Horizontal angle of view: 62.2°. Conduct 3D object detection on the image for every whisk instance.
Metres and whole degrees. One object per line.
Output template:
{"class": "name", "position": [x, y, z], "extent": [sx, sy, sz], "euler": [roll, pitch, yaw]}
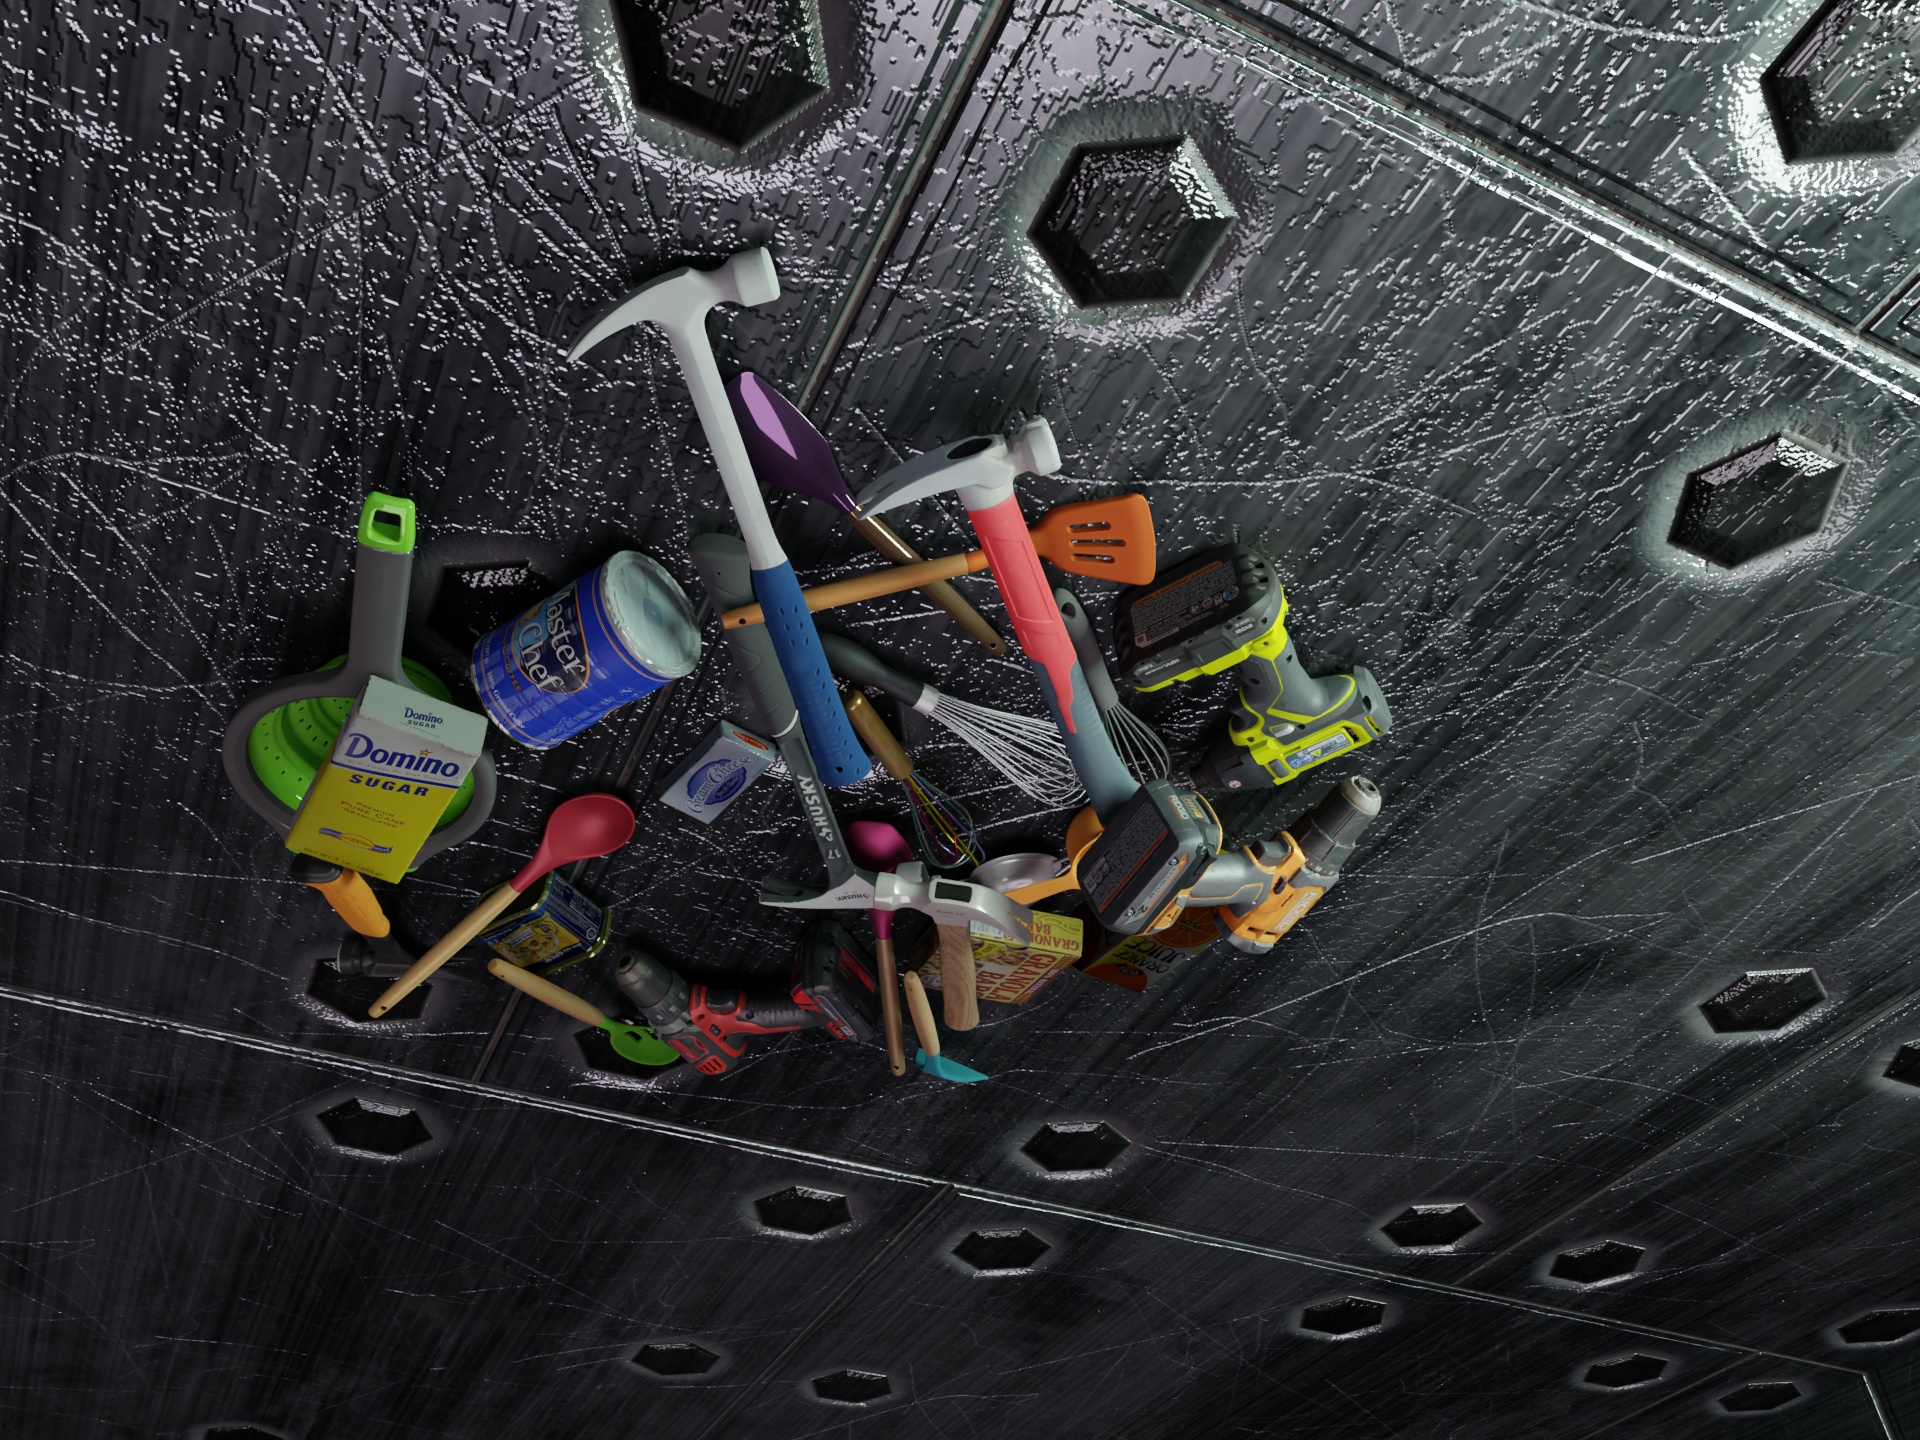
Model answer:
{"class": "whisk", "position": [-0.043, 0.054, 1.358], "extent": [0.051, 0.047, 0.244], "euler": [-22, 134, 13]}
{"class": "whisk", "position": [0.120, -0.018, 1.293], "extent": [0.055, 0.055, 0.238], "euler": [-17, 130, 15]}
{"class": "whisk", "position": [-0.001, -0.005, 1.298], "extent": [0.284, 0.070, 0.070], "euler": [27, 130, -21]}

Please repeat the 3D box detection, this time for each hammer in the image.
{"class": "hammer", "position": [-0.516, 0.175, 1.400], "extent": [0.127, 0.034, 0.336], "euler": [4, 157, -6]}
{"class": "hammer", "position": [-0.143, -0.119, 1.117], "extent": [0.144, 0.035, 0.405], "euler": [-15, 124, 3]}
{"class": "hammer", "position": [0.053, -0.046, 1.200], "extent": [0.143, 0.038, 0.385], "euler": [-18, 131, 8]}
{"class": "hammer", "position": [-0.143, 0.016, 1.293], "extent": [0.149, 0.036, 0.408], "euler": [-9, 131, 9]}
{"class": "hammer", "position": [-0.001, 0.217, 1.430], "extent": [0.130, 0.031, 0.331], "euler": [7, 152, 6]}

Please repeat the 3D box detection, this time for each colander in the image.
{"class": "colander", "position": [-0.441, -0.041, 1.211], "extent": [0.204, 0.095, 0.396], "euler": [12, 135, -14]}

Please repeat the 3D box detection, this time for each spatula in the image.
{"class": "spatula", "position": [-0.067, -0.140, 1.175], "extent": [0.060, 0.018, 0.315], "euler": [-35, 127, 20]}
{"class": "spatula", "position": [-0.028, 0.302, 1.556], "extent": [0.082, 0.044, 0.317], "euler": [20, 153, 17]}
{"class": "spatula", "position": [-0.017, -0.106, 1.175], "extent": [0.322, 0.041, 0.081], "euler": [-14, 130, -3]}

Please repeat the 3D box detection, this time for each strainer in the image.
{"class": "strainer", "position": [-0.014, 0.155, 1.475], "extent": [0.258, 0.050, 0.086], "euler": [-5, 151, 8]}

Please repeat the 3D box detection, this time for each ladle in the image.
{"class": "ladle", "position": [-0.414, 0.165, 1.416], "extent": [0.315, 0.031, 0.069], "euler": [-40, 121, 9]}

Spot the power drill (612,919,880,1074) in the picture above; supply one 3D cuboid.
{"class": "power drill", "position": [-0.211, 0.266, 1.560], "extent": [0.226, 0.080, 0.187], "euler": [-17, 134, 19]}

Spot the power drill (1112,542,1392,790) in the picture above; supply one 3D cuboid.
{"class": "power drill", "position": [0.222, -0.027, 1.265], "extent": [0.171, 0.080, 0.223], "euler": [-26, 134, 22]}

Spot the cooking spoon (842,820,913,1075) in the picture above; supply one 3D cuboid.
{"class": "cooking spoon", "position": [-0.070, 0.221, 1.498], "extent": [0.069, 0.017, 0.318], "euler": [3, 125, 10]}

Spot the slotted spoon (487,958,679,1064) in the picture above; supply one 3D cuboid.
{"class": "slotted spoon", "position": [-0.366, 0.284, 1.554], "extent": [0.070, 0.031, 0.313], "euler": [-16, 150, 14]}

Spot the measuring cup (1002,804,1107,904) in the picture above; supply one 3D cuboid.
{"class": "measuring cup", "position": [0.099, 0.124, 1.425], "extent": [0.173, 0.052, 0.095], "euler": [-20, 132, 11]}

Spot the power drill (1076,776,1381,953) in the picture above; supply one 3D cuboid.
{"class": "power drill", "position": [0.230, 0.108, 1.308], "extent": [0.226, 0.084, 0.185], "euler": [12, 125, -38]}
